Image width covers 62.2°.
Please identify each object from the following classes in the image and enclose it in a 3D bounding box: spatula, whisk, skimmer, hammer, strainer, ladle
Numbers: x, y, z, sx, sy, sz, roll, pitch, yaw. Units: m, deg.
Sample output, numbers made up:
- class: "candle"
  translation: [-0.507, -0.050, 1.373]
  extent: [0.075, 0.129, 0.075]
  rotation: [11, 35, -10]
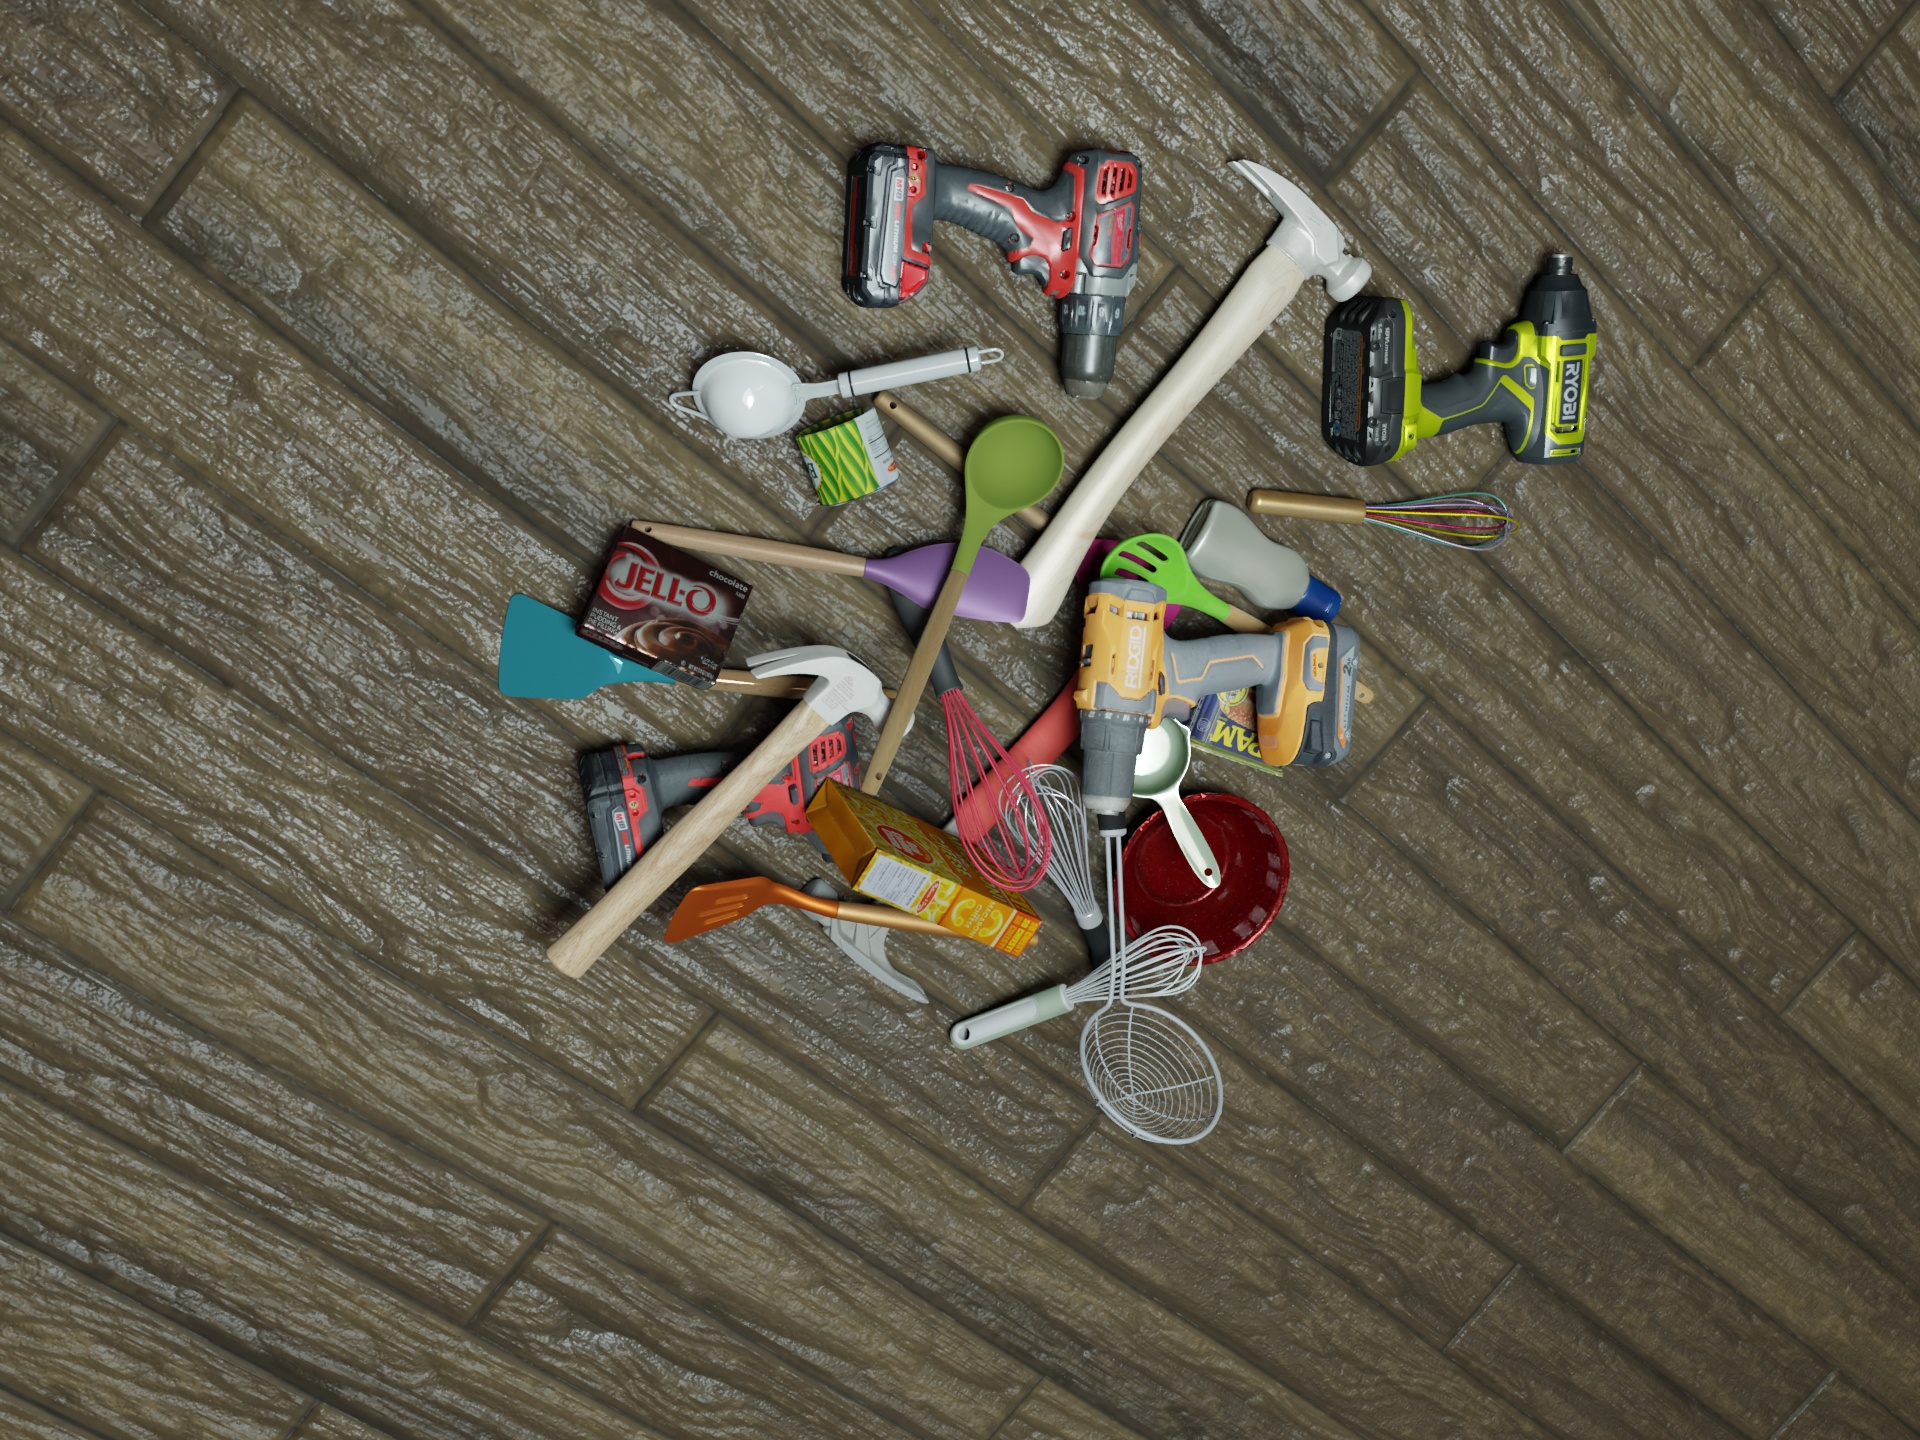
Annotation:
- class: "spatula"
  translation: [-0.080, 0.167, 1.309]
  extent: [0.322, 0.041, 0.081]
  rotation: [11, 137, -22]
- class: "whisk"
  translation: [0.364, -0.178, 1.358]
  extent: [0.245, 0.047, 0.051]
  rotation: [5, 106, -11]
- class: "skimmer"
  translation: [0.144, 0.151, 1.277]
  extent: [0.127, 0.090, 0.363]
  rotation: [-3, 89, -32]
- class: "whisk"
  translation: [-0.002, -0.004, 1.260]
  extent: [0.073, 0.073, 0.296]
  rotation: [-20, 80, -7]
- class: "hammer"
  translation: [0.153, -0.250, 1.279]
  extent: [0.146, 0.038, 0.410]
  rotation: [38, 92, -20]
- class: "whisk"
  translation: [0.101, 0.143, 1.359]
  extent: [0.070, 0.070, 0.284]
  rotation: [-27, 126, -4]
- class: "whisk"
  translation: [0.099, 0.237, 1.378]
  extent: [0.246, 0.059, 0.058]
  rotation: [-24, 71, 18]
- class: "spatula"
  translation: [-0.101, -0.127, 1.252]
  extent: [0.316, 0.018, 0.060]
  rotation: [9, 82, -5]
- class: "hammer"
  translation: [-0.192, 0.072, 1.216]
  extent: [0.331, 0.031, 0.129]
  rotation: [-44, 124, 2]
- class: "spatula"
  translation: [-0.204, -0.038, 1.277]
  extent: [0.317, 0.044, 0.082]
  rotation: [6, 103, -20]
- class: "strainer"
  translation: [-0.094, -0.251, 1.199]
  extent: [0.258, 0.050, 0.086]
  rotation: [-11, 143, 3]
- class: "ladle"
  translation: [-0.005, -0.090, 1.220]
  extent: [0.078, 0.062, 0.320]
  rotation: [29, 76, -26]
- class: "hammer"
  translation: [0.032, 0.073, 1.356]
  extent: [0.149, 0.037, 0.359]
  rotation: [42, 93, -20]

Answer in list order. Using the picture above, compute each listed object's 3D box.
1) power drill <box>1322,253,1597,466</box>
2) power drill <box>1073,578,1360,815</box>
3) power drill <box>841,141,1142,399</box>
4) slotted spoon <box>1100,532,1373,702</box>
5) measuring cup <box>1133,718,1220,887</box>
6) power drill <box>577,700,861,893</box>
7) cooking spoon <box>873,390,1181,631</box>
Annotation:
- class: "power drill"
  translation: [0.420, -0.295, 1.322]
  extent: [0.223, 0.080, 0.171]
  rotation: [-7, 108, -15]
- class: "power drill"
  translation: [0.197, -0.009, 1.273]
  extent: [0.226, 0.084, 0.185]
  rotation: [7, 87, -18]
- class: "power drill"
  translation: [0.028, -0.346, 1.216]
  extent: [0.226, 0.080, 0.188]
  rotation: [0, 106, -16]
- class: "slotted spoon"
  translation: [0.239, -0.079, 1.344]
  extent: [0.313, 0.031, 0.070]
  rotation: [26, 115, -28]
- class: "measuring cup"
  translation: [0.175, 0.064, 1.338]
  extent: [0.083, 0.038, 0.167]
  rotation: [-28, 95, 7]
- class: "power drill"
  translation: [-0.186, 0.070, 1.280]
  extent: [0.219, 0.079, 0.143]
  rotation: [-13, 120, -14]
- class: "cooking spoon"
  translation: [0.057, -0.170, 1.301]
  extent: [0.318, 0.017, 0.069]
  rotation: [35, 92, -20]
